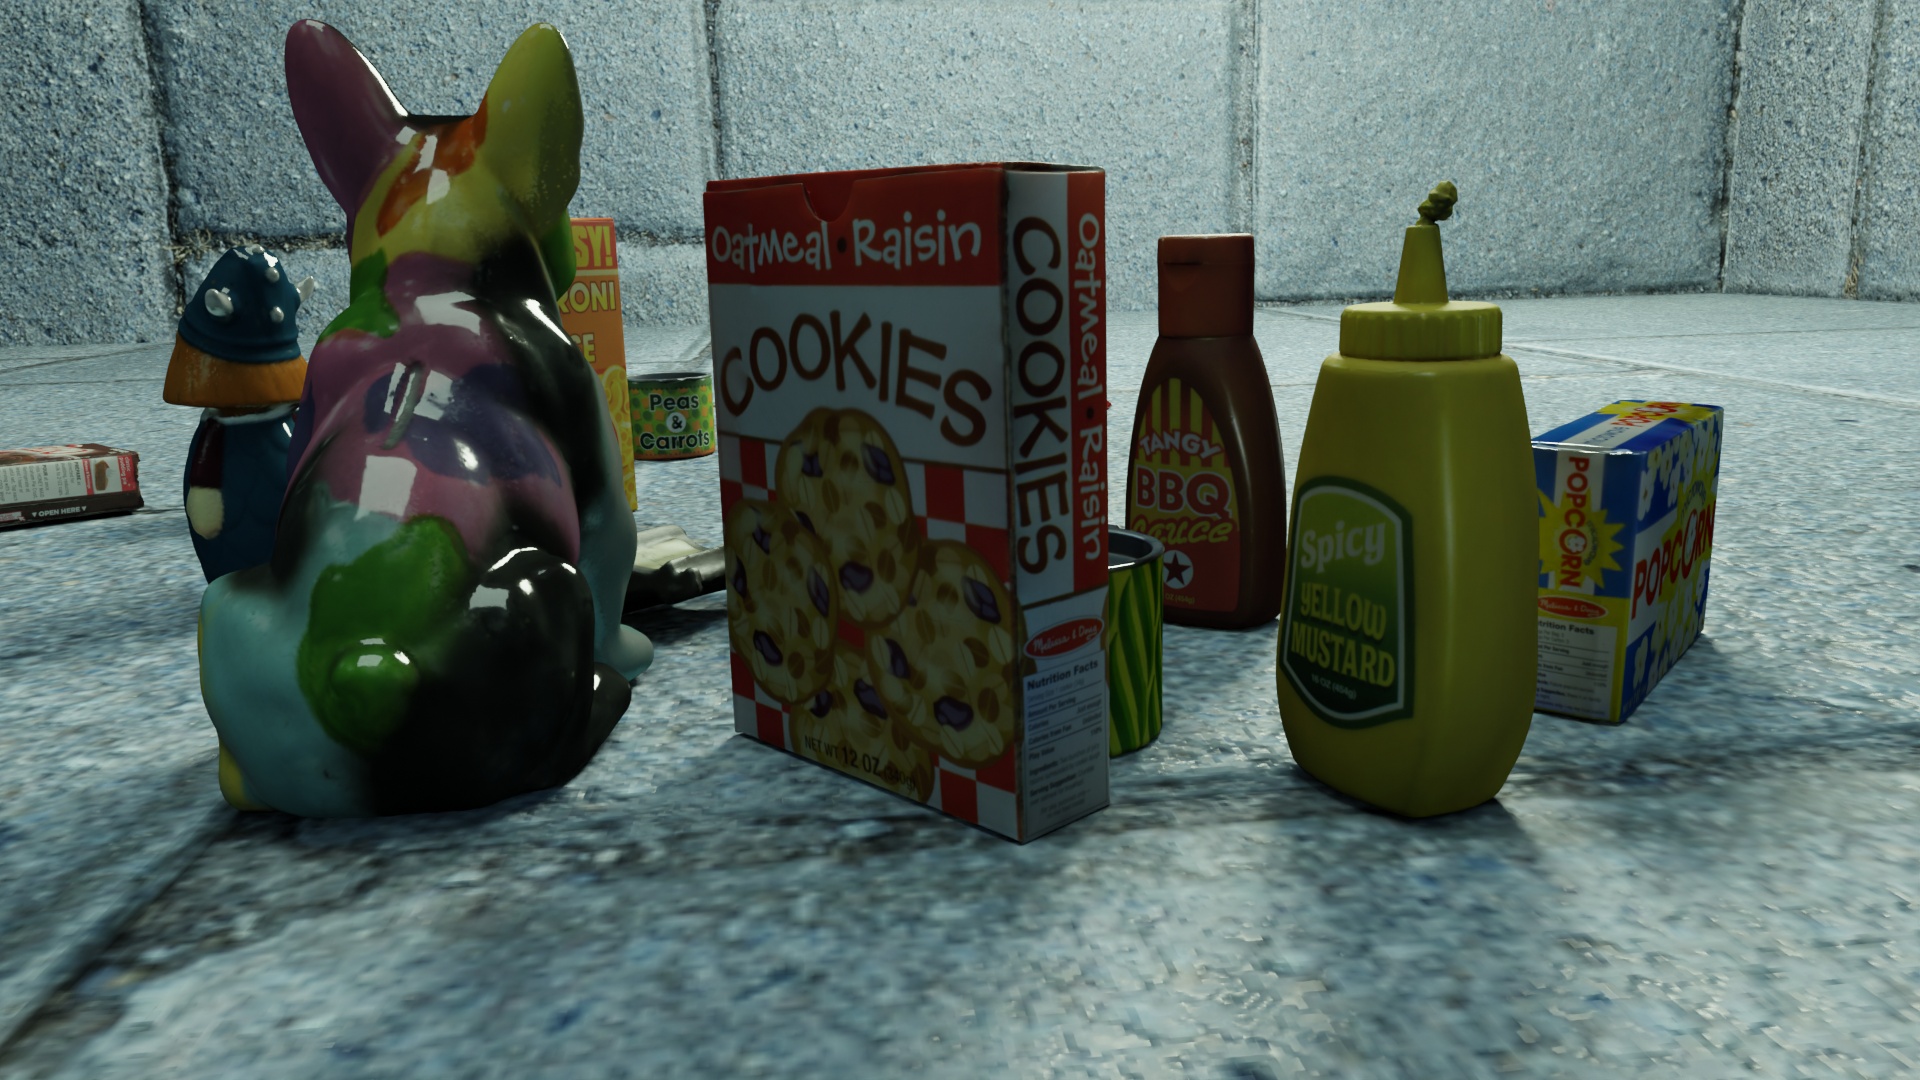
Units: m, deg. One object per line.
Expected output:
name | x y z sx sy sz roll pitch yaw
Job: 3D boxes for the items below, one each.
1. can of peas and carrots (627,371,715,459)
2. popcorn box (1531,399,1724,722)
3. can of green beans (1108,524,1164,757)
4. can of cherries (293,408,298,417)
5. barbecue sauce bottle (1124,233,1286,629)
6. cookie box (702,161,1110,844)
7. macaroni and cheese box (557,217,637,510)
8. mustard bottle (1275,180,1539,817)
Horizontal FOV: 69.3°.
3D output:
can of peas and carrots | -0.211 -0.091 1.007 0.071 0.058 0.071 -1 12 0
popcorn box | 0.221 0.002 0.466 0.038 0.085 0.127 7 15 37
can of green beans | 0.029 0.030 0.424 0.071 0.057 0.071 -1 12 0
can of cherries | -0.401 -0.045 0.820 0.071 0.058 0.071 -1 12 0
barbecue sauce bottle | 0.095 -0.043 0.539 0.065 0.148 0.044 9 16 41
cookie box | -0.018 -0.016 0.383 0.040 0.167 0.123 -13 16 -43
macaroni and cheese box | -0.233 -0.088 0.742 0.040 0.166 0.124 5 14 29
mustard bottle | 0.116 -0.011 0.362 0.049 0.159 0.065 -8 14 -30
